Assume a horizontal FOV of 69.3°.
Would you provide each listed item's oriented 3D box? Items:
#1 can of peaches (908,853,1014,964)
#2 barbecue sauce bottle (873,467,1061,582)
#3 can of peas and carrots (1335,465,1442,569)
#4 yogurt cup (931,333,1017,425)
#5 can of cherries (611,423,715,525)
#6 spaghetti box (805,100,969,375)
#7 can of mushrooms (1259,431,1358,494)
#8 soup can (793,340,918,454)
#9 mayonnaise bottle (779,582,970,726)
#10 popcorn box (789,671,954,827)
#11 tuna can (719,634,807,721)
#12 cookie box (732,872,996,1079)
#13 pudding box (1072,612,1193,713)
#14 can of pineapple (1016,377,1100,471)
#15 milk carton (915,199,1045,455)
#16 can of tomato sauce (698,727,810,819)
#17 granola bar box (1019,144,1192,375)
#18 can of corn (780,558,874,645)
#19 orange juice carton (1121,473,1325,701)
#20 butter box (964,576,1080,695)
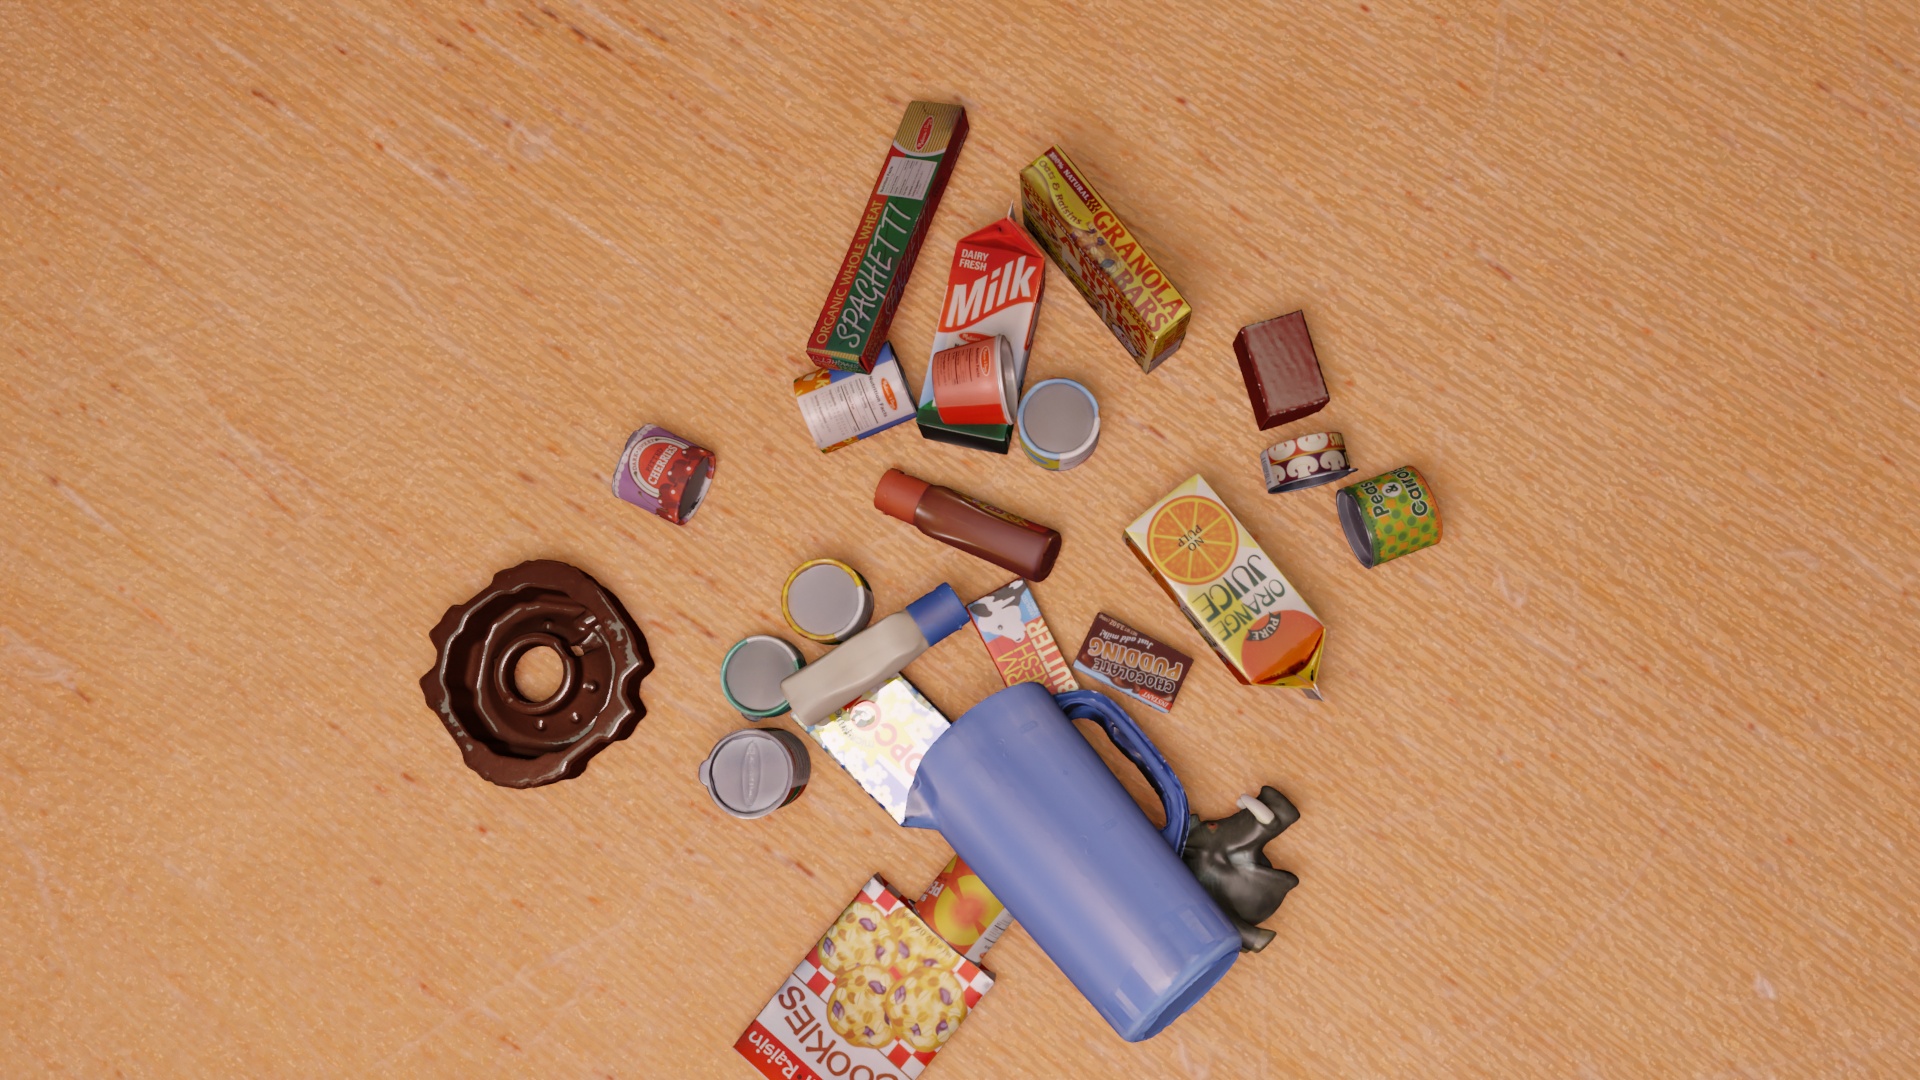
[{"bbox_3d":[0.005,0.275,1.056,0.071,0.071,0.058,40,87,7],"label":"can of peaches"},{"bbox_3d":[0.004,-0.014,1.097,0.149,0.065,0.043,23,91,15],"label":"barbecue sauce bottle"},{"bbox_3d":[0.330,-0.020,1.072,0.059,0.071,0.071,-20,82,0],"label":"can of peas and carrots"},{"bbox_3d":[0.011,-0.117,1.035,0.054,0.072,0.072,-6,83,11],"label":"yogurt cup"},{"bbox_3d":[-0.236,-0.053,1.110,0.058,0.071,0.071,25,85,6],"label":"can of cherries"},{"bbox_3d":[-0.056,-0.245,1.110,0.050,0.028,0.251,12,69,19],"label":"spaghetti box"},{"bbox_3d":[0.271,-0.061,1.082,0.071,0.071,0.033,-12,81,2],"label":"can of mushrooms"},{"bbox_3d":[-0.083,-0.115,1.112,0.084,0.071,0.071,-22,82,3],"label":"soup can"},{"bbox_3d":[-0.064,0.085,1.049,0.148,0.064,0.041,-32,78,-6],"label":"mayonnaise bottle"},{"bbox_3d":[-0.060,0.150,1.090,0.127,0.038,0.085,44,87,8],"label":"popcorn box"},{"bbox_3d":[-0.157,0.110,1.104,0.071,0.033,0.071,0,82,3],"label":"tuna can"},{"bbox_3d":[-0.073,0.360,1.064,0.123,0.040,0.167,39,86,7],"label":"cookie box"},{"bbox_3d":[0.135,0.096,1.089,0.084,0.030,0.049,27,86,7],"label":"pudding box"},{"bbox_3d":[0.076,-0.093,1.102,0.071,0.058,0.071,0,83,4],"label":"can of pineapple"},{"bbox_3d":[0.022,-0.171,1.109,0.073,0.072,0.190,12,85,5],"label":"milk carton"},{"bbox_3d":[-0.156,0.178,1.070,0.071,0.083,0.071,0,83,4],"label":"can of tomato sauce"},{"bbox_3d":[0.112,-0.216,1.083,0.039,0.124,0.165,-38,83,0],"label":"granola bar box"},{"bbox_3d":[-0.107,0.048,1.096,0.071,0.058,0.071,0,83,3],"label":"can of corn"},{"bbox_3d":[0.212,0.047,1.070,0.073,0.071,0.193,-38,82,-1],"label":"orange juice carton"},{"bbox_3d":[0.049,0.086,1.098,0.053,0.024,0.103,-27,82,-1],"label":"butter box"}]
